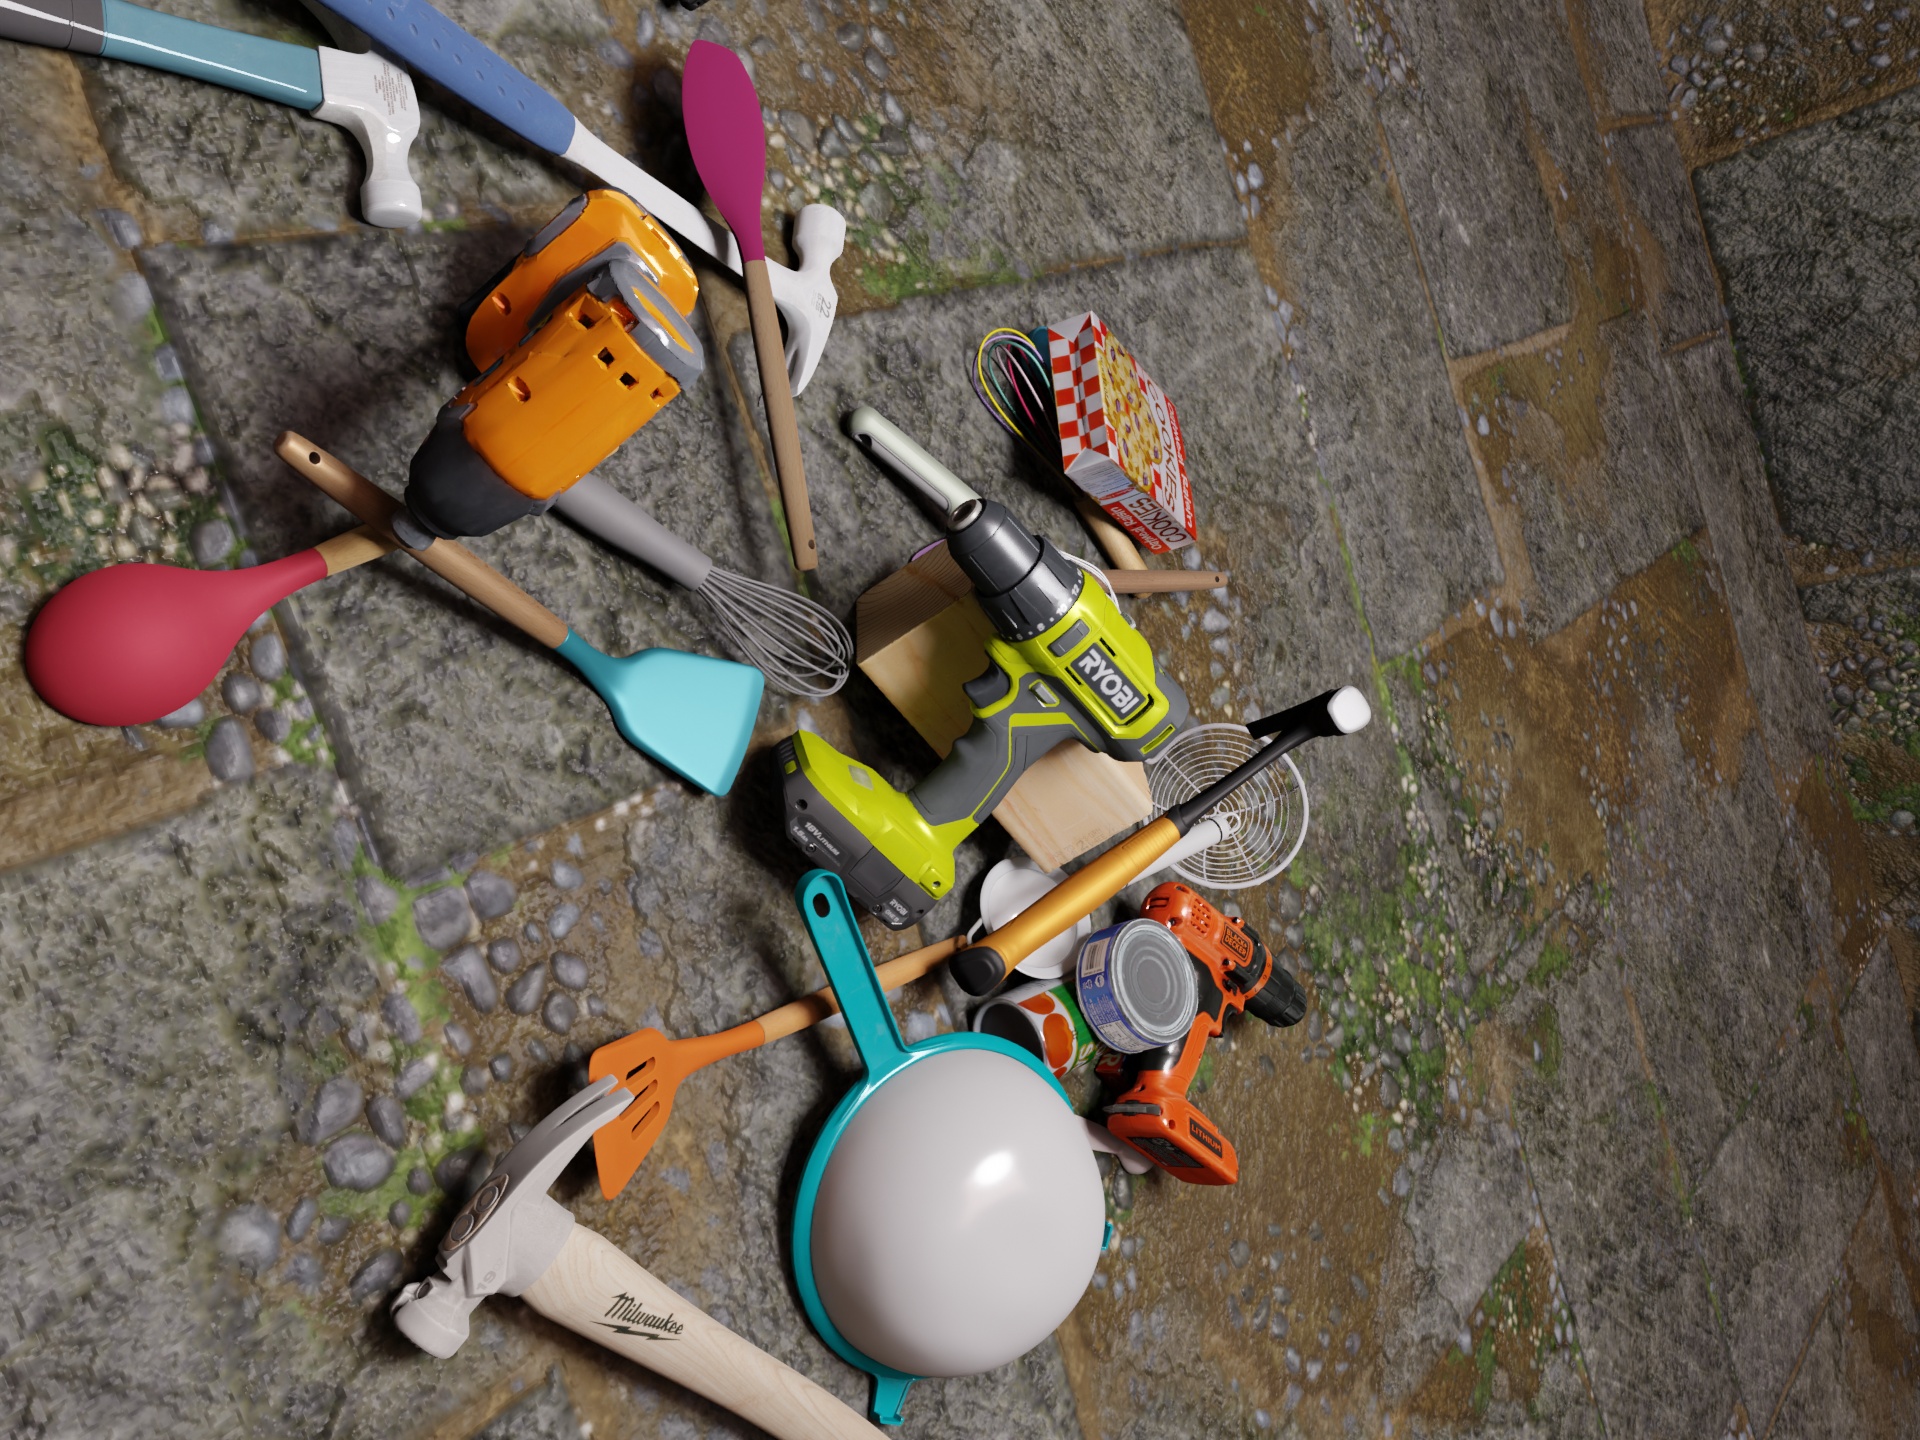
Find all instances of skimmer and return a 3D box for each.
[{"bbox_3d":[0.113,0.005,1.140,0.363,0.090,0.127,34,77,-36],"label":"skimmer"}]

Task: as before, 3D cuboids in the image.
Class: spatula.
[{"bbox_3d":[0.089,-0.105,1.175,0.315,0.018,0.060,-4,88,-39],"label":"spatula"},{"bbox_3d":[-0.095,0.177,0.927,0.322,0.041,0.081,-15,106,-48],"label":"spatula"},{"bbox_3d":[-0.217,-0.057,0.821,0.317,0.044,0.082,41,58,-50],"label":"spatula"}]

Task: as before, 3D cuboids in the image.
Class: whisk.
[{"bbox_3d":[0.086,-0.190,1.195,0.244,0.051,0.047,54,43,-27],"label":"whisk"},{"bbox_3d":[0.019,-0.131,1.088,0.246,0.058,0.059,38,67,-19],"label":"whisk"},{"bbox_3d":[-0.155,-0.083,0.922,0.238,0.055,0.055,34,58,-30],"label":"whisk"}]

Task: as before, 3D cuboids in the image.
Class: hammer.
[{"bbox_3d":[0.126,0.080,1.068,0.337,0.127,0.034,-33,91,-24],"label":"hammer"},{"bbox_3d":[-0.405,-0.317,0.719,0.331,0.033,0.128,-2,84,-46],"label":"hammer"},{"bbox_3d":[-0.212,-0.316,0.887,0.405,0.035,0.144,25,65,-48],"label":"hammer"},{"bbox_3d":[-0.104,0.352,0.857,0.146,0.038,0.410,-50,122,-14],"label":"hammer"}]

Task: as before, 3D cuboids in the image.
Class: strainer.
[{"bbox_3d":[-0.008,0.240,0.915,0.211,0.095,0.340,-30,111,-29],"label":"strainer"},{"bbox_3d":[0.101,0.114,1.108,0.258,0.050,0.087,-21,78,-30],"label":"strainer"}]

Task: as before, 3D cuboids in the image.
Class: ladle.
[{"bbox_3d":[-0.289,-0.085,0.774,0.315,0.031,0.069,-35,110,-41],"label":"ladle"}]

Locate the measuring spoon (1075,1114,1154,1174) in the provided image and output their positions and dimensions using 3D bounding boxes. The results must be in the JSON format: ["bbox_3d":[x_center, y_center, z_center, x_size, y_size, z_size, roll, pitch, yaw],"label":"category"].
[{"bbox_3d":[0.100,0.294,1.120,0.124,0.018,0.034,28,63,-38],"label":"measuring spoon"}]

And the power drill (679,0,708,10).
[{"bbox_3d":[-0.166,-0.550,0.921,0.223,0.171,0.080,55,48,-27],"label":"power drill"}]

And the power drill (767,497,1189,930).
[{"bbox_3d":[-0.001,-0.003,0.935,0.190,0.228,0.080,46,7,-28],"label":"power drill"}]

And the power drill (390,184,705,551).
[{"bbox_3d":[-0.203,-0.171,0.778,0.084,0.164,0.227,46,13,-28],"label":"power drill"}]

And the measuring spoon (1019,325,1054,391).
[{"bbox_3d":[0.072,-0.237,1.212,0.042,0.021,0.128,-46,123,-44],"label":"measuring spoon"}]

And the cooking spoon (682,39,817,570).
[{"bbox_3d":[-0.118,-0.247,0.950,0.068,0.017,0.319,-11,91,-53],"label":"cooking spoon"}]
